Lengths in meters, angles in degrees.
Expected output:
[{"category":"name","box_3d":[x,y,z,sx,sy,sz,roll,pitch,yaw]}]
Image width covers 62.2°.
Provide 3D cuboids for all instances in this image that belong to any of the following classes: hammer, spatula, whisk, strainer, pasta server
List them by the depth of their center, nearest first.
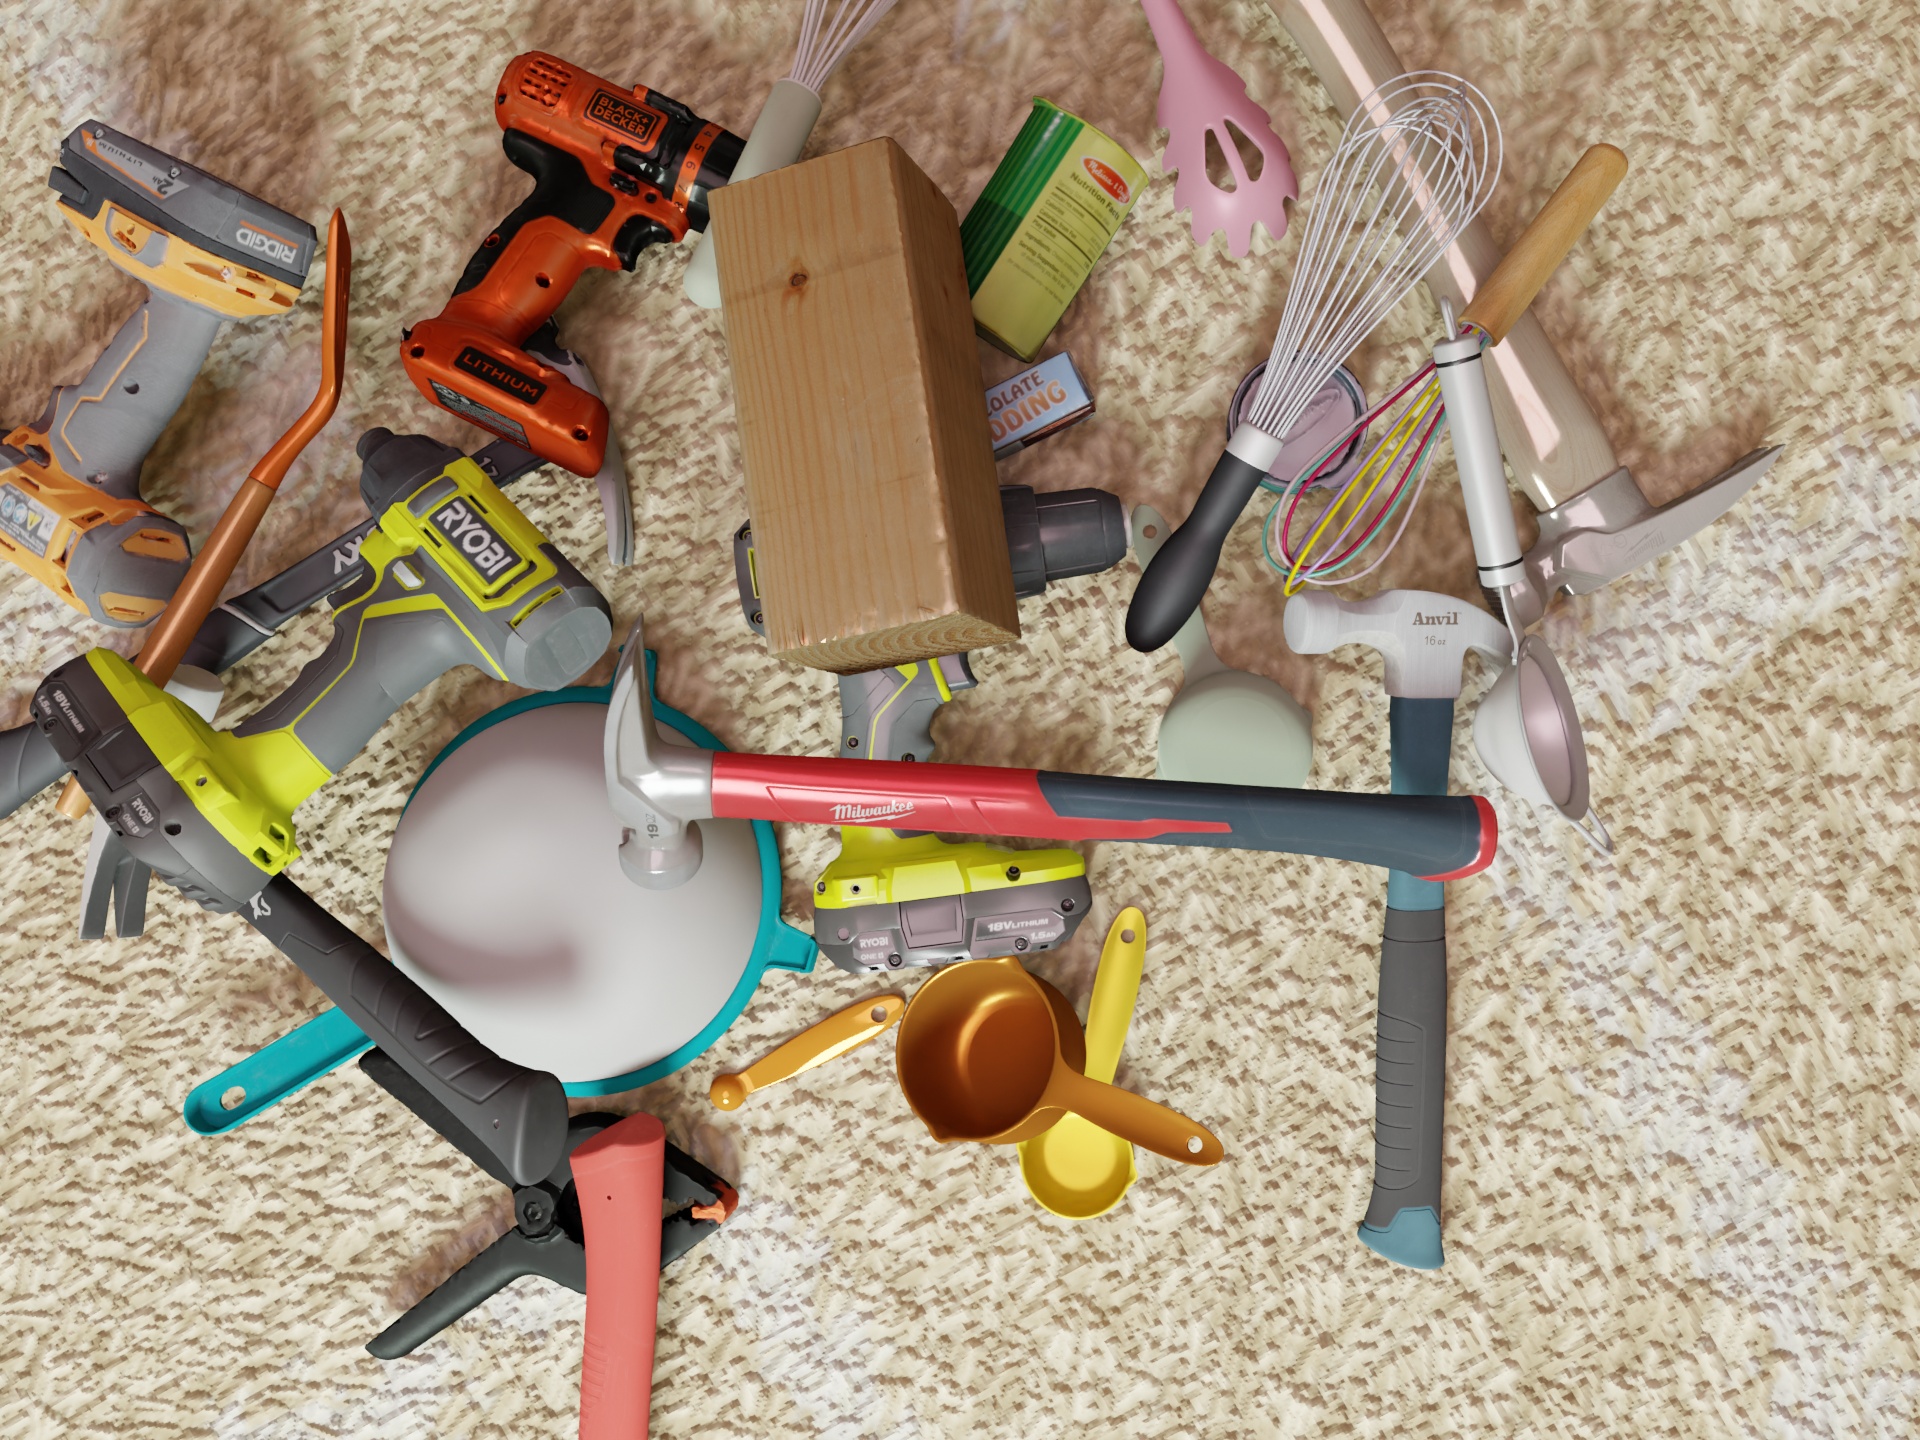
[{"category":"hammer","box_3d":[0.044,0.027,0.686,0.386,0.038,0.143,4,137,-3]},{"category":"strainer","box_3d":[0.237,-0.058,0.698,0.050,0.087,0.258,-7,106,33]},{"category":"whisk","box_3d":[0.217,-0.156,0.714,0.245,0.047,0.051,-53,45,0]},{"category":"whisk","box_3d":[0.150,-0.152,0.717,0.070,0.070,0.284,30,107,5]},{"category":"hammer","box_3d":[0.223,-0.254,0.741,0.146,0.038,0.410,-30,93,6]},{"category":"hammer","box_3d":[-0.306,0.111,0.753,0.335,0.035,0.146,31,101,26]},{"category":"whisk","box_3d":[-0.075,-0.306,0.760,0.059,0.057,0.246,18,79,26]},{"category":"hammer","box_3d":[0.216,0.102,0.763,0.128,0.033,0.331,-1,97,-11]},{"category":"pasta server","box_3d":[0.083,-0.377,0.777,0.060,0.040,0.316,-24,85,7]},{"category":"strainer","box_3d":[-0.255,0.117,0.785,0.340,0.095,0.211,-31,83,2]},{"category":"spatula","box_3d":[-0.367,-0.101,0.788,0.041,0.081,0.322,29,83,-15]},{"category":"hammer","box_3d":[-0.168,0.373,0.808,0.149,0.037,0.359,8,102,7]},{"category":"hammer","box_3d":[-0.356,-0.059,0.839,0.409,0.036,0.149,-30,90,8]}]

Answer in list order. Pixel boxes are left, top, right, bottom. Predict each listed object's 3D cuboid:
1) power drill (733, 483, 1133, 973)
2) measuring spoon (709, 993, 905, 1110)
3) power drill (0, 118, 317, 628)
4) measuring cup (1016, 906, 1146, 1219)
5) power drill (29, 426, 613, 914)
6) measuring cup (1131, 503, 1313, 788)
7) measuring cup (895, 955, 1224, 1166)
[{"category":"power drill","box_3d":[-0.001,-0.002,0.777,0.190,0.080,0.228,-8,89,2]},{"category":"measuring spoon","box_3d":[-0.080,0.172,0.824,0.117,0.011,0.021,-28,89,7]},{"category":"power drill","box_3d":[-0.445,-0.183,0.816,0.185,0.084,0.226,29,98,22]},{"category":"measuring cup","box_3d":[0.071,0.172,0.804,0.062,0.029,0.156,13,82,11]},{"category":"power drill","box_3d":[-0.298,-0.034,0.742,0.223,0.080,0.171,-41,66,-15]},{"category":"measuring cup","box_3d":[0.118,-0.028,0.778,0.083,0.038,0.167,-21,92,7]},{"category":"measuring cup","box_3d":[0.053,0.175,0.760,0.174,0.052,0.095,18,81,30]}]
